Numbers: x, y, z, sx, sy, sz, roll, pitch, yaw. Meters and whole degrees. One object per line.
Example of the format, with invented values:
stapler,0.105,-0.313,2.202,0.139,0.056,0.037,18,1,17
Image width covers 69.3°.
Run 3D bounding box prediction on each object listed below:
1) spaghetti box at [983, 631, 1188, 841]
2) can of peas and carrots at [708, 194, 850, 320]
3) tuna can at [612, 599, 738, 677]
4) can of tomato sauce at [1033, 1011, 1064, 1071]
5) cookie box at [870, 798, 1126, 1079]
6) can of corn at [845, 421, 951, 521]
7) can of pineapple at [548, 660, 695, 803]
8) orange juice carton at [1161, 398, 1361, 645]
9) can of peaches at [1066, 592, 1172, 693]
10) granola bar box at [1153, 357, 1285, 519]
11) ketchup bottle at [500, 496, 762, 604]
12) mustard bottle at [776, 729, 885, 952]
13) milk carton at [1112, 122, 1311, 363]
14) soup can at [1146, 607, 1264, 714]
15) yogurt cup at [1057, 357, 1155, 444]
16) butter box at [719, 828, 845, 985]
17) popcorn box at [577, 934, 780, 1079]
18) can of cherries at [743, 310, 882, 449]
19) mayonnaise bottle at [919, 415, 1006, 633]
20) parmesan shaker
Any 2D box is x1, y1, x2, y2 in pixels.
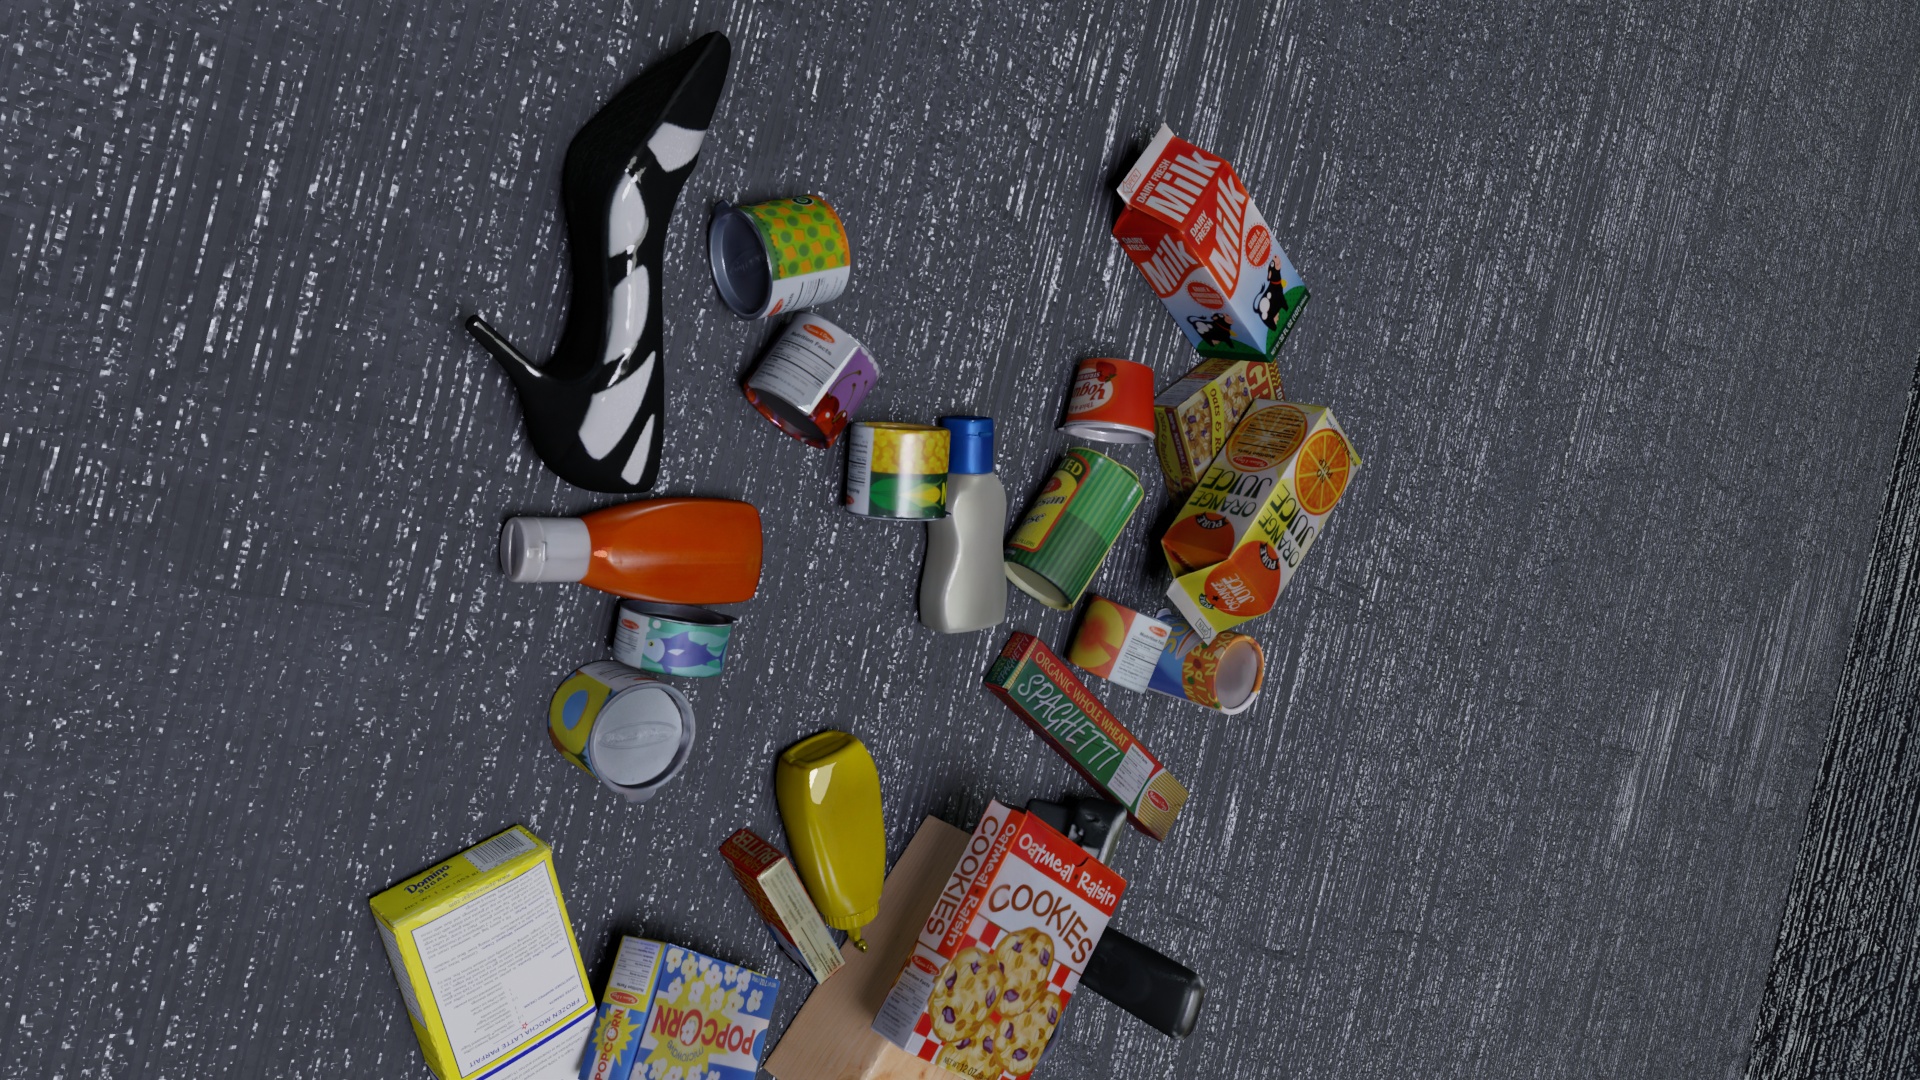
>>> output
spaghetti box,0.104,0.158,1.097,0.249,0.028,0.050,46,69,-37
can of peas and carrots,-0.108,-0.171,0.823,0.059,0.071,0.070,-21,112,-37
tuna can,-0.167,0.057,0.817,0.071,0.071,0.033,8,95,-42
can of tomato sauce,0.024,0.346,1.030,0.071,0.083,0.071,-10,105,-39
cookie box,0.031,0.274,0.928,0.122,0.040,0.168,41,72,-37
can of corn,-0.038,-0.046,0.907,0.071,0.071,0.058,-3,101,-40
can of pineapple,-0.198,0.109,0.807,0.071,0.058,0.071,-10,105,-39
orange juice carton,0.226,-0.014,1.086,0.193,0.073,0.071,-54,127,-16
can of peaches,0.121,0.078,1.071,0.071,0.071,0.058,23,89,-41
granola bar box,0.223,-0.067,1.148,0.125,0.039,0.165,-35,120,-29
ketchup bottle,-0.187,0.006,0.804,0.149,0.043,0.064,1,92,-41
mustard bottle,-0.082,0.209,0.934,0.065,0.049,0.159,-21,113,-36
milk carton,0.184,-0.224,1.059,0.190,0.073,0.072,46,69,-37
soup can,0.193,0.097,1.125,0.071,0.084,0.071,-9,105,-39
yogurt cup,0.113,-0.103,1.030,0.072,0.072,0.054,11,84,-42
butter box,-0.116,0.239,0.908,0.024,0.053,0.103,-38,121,-26
popcorn box,-0.169,0.298,0.851,0.126,0.038,0.085,45,52,-53
can of cherries,-0.090,-0.096,0.854,0.071,0.071,0.058,44,70,-37
mayonnaise bottle,0.003,-0.012,0.969,0.065,0.041,0.147,-7,102,-41
parmesan shaker,0.081,-0.009,1.015,0.071,0.071,0.103,47,69,-37
